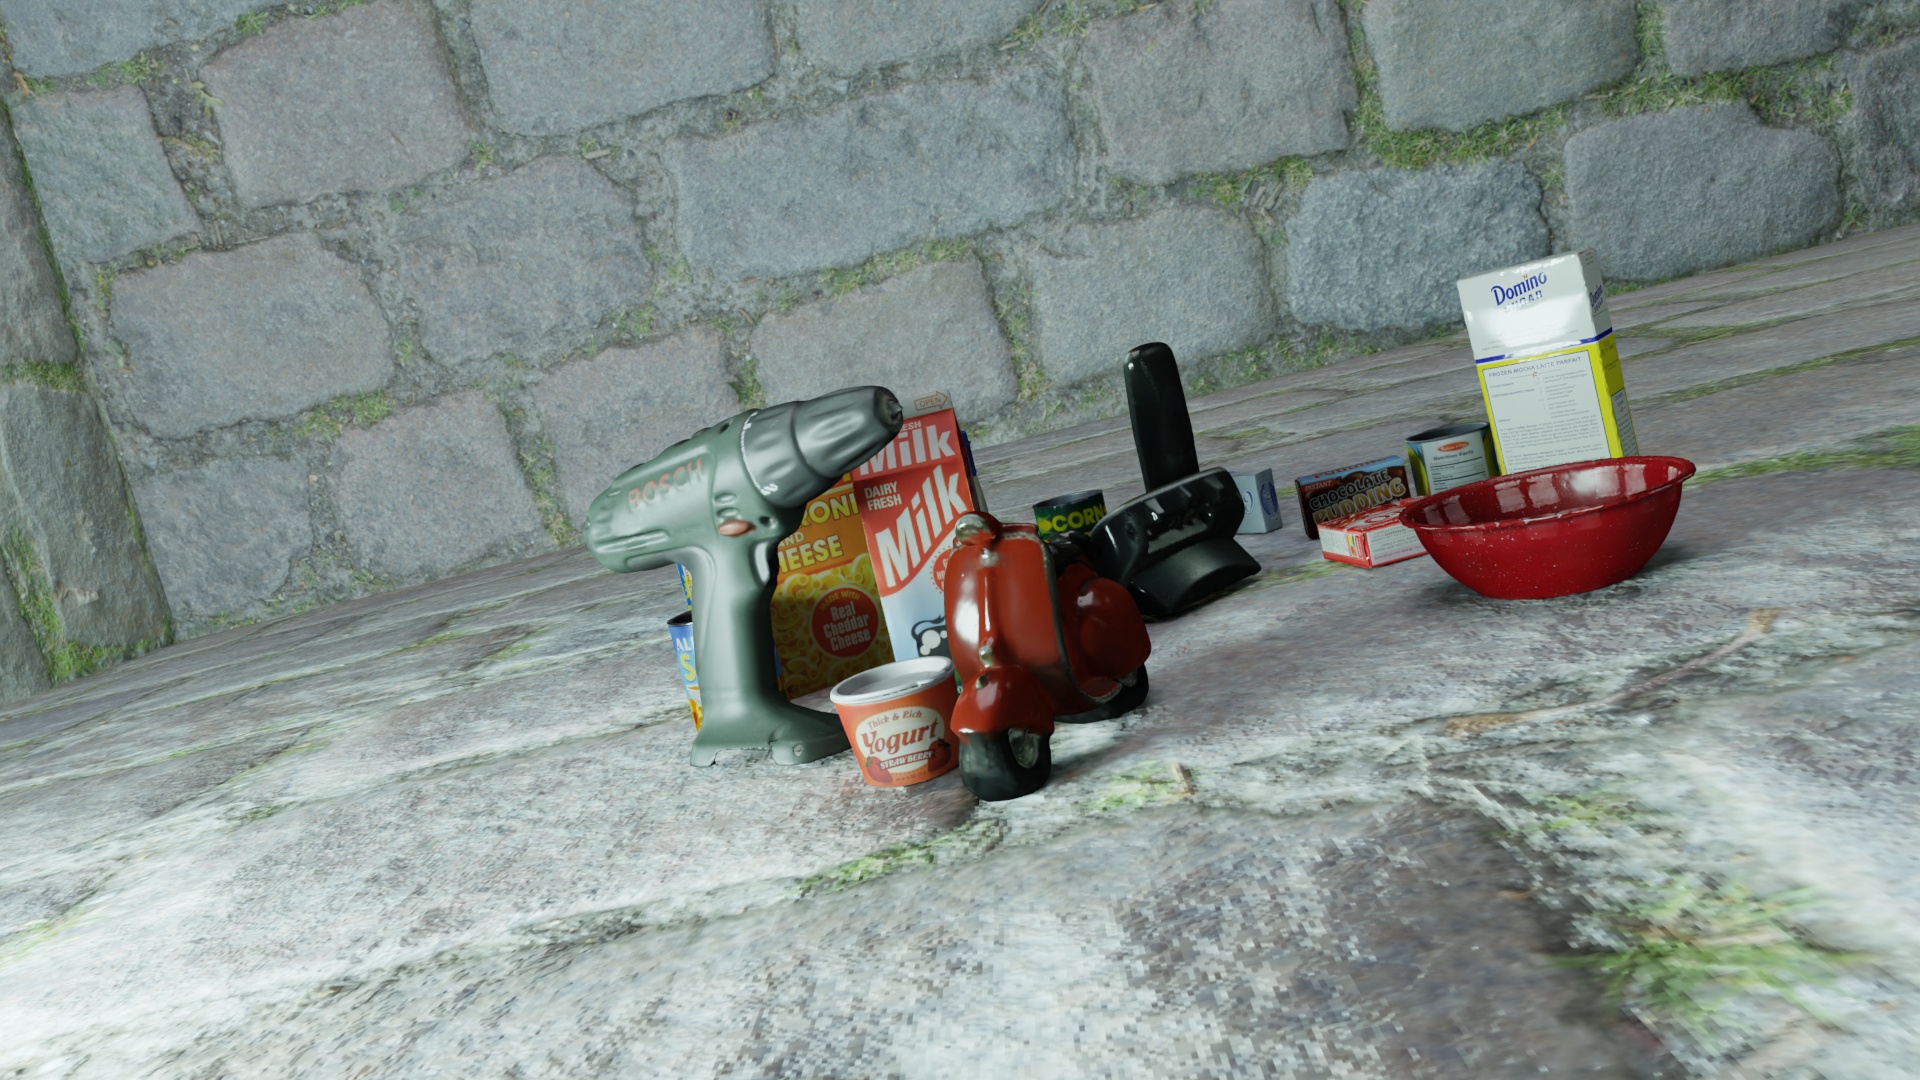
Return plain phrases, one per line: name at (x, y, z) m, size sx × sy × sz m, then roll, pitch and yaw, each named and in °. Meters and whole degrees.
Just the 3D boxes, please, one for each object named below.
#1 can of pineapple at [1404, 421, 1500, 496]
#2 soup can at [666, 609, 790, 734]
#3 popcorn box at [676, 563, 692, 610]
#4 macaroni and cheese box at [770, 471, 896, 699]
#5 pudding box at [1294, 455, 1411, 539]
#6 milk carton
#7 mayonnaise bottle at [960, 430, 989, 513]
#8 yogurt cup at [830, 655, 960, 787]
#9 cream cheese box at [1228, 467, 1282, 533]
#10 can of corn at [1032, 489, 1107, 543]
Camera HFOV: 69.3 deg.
can of pineapple at (0.395, -0.060, 1.112) m, size 0.071 × 0.057 × 0.071 m, roll -14°, pitch 7°, yaw 2°
soup can at (-0.154, 0.086, 0.930) m, size 0.071 × 0.083 × 0.071 m, roll -14°, pitch 7°, yaw 2°
popcorn box at (-0.202, 0.042, 1.335) m, size 0.127 × 0.085 × 0.038 m, roll -20°, pitch 9°, yaw -40°
macaroni and cheese box at (-0.122, 0.025, 1.003) m, size 0.124 × 0.166 × 0.040 m, roll -17°, pitch 7°, yaw -22°
pudding box at (0.313, -0.035, 1.104) m, size 0.084 × 0.049 × 0.030 m, roll -13°, pitch 7°, yaw 6°
milk carton at (-0.019, 0.003, 0.891) m, size 0.072 × 0.190 × 0.073 m, roll -13°, pitch 7°, yaw 4°
mayonnaise bottle at (0.004, -0.014, 1.137) m, size 0.041 × 0.148 × 0.065 m, roll -14°, pitch 7°, yaw -4°
yogurt cup at (-0.030, 0.097, 0.740) m, size 0.072 × 0.054 × 0.072 m, roll -14°, pitch 7°, yaw 2°
cream cheese box at (0.234, -0.033, 1.219) m, size 0.024 × 0.053 × 0.103 m, roll -18°, pitch 9°, yaw -33°
can of corn at (0.105, -0.011, 1.271) m, size 0.071 × 0.058 × 0.071 m, roll -14°, pitch 7°, yaw 2°
